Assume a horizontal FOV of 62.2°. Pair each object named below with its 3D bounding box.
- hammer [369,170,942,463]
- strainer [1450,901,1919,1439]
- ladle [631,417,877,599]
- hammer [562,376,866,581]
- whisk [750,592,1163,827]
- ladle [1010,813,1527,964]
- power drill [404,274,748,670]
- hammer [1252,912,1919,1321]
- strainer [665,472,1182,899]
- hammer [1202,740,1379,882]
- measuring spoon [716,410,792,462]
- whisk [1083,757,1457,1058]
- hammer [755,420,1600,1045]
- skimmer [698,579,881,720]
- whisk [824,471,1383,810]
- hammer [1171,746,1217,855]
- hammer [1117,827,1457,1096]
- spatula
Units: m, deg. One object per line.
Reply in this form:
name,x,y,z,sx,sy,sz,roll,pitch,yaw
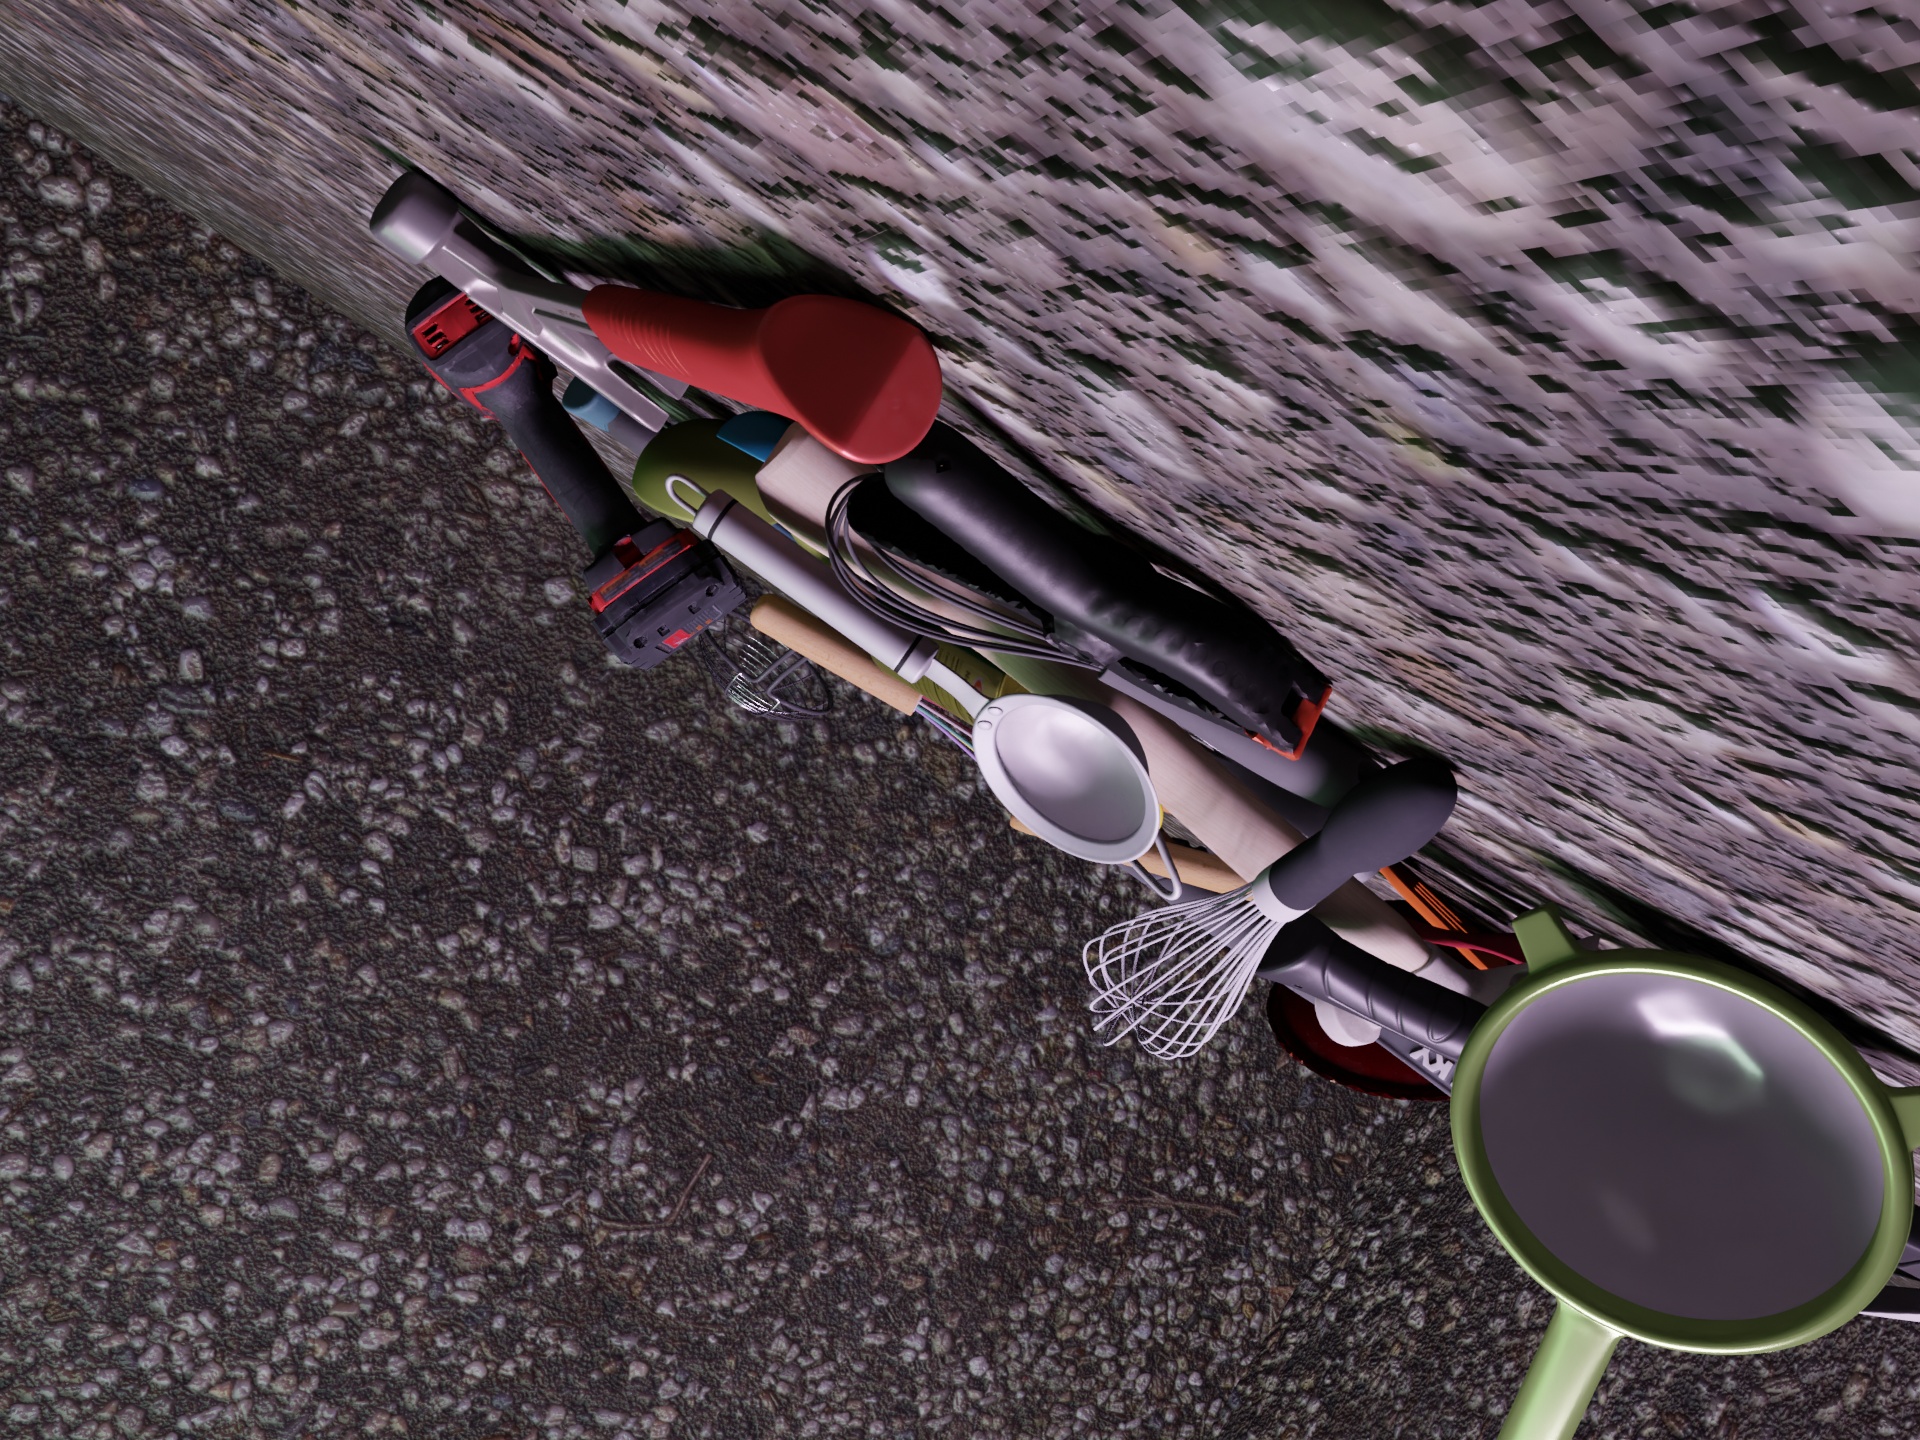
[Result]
hammer,-0.099,-0.127,0.544,0.149,0.037,0.359,33,179,-35
strainer,0.253,0.193,0.601,0.152,0.256,0.069,25,-153,27
ladle,-0.072,-0.068,0.889,0.078,0.062,0.319,35,174,35
hammer,-0.157,-0.149,1.089,0.128,0.033,0.330,32,179,33
whisk,0.000,-0.004,0.844,0.245,0.051,0.047,29,156,1
ladle,0.175,0.090,0.792,0.315,0.031,0.069,15,177,14
power drill,-0.214,-0.138,0.884,0.219,0.078,0.143,54,176,-2
hammer,0.282,0.165,0.669,0.335,0.035,0.146,24,158,11
strainer,-0.009,-0.022,0.629,0.258,0.050,0.086,35,145,-2
hammer,0.058,-0.018,0.899,0.144,0.035,0.406,33,178,-34
measuring spoon,-0.063,-0.115,0.714,0.042,0.021,0.128,31,-173,24
whisk,0.115,0.078,0.637,0.070,0.070,0.284,32,149,0
hammer,0.089,0.011,0.672,0.410,0.038,0.146,39,146,-18
skimmer,-0.099,-0.072,1.125,0.127,0.090,0.363,36,156,-13
whisk,0.057,-0.022,0.586,0.239,0.055,0.055,28,179,-5
hammer,0.179,0.074,1.071,0.127,0.034,0.336,11,167,18
hammer,0.218,0.160,0.867,0.036,0.149,0.409,5,-156,-49
spatula,0.150,0.064,0.887,0.323,0.041,0.081,19,-173,20
